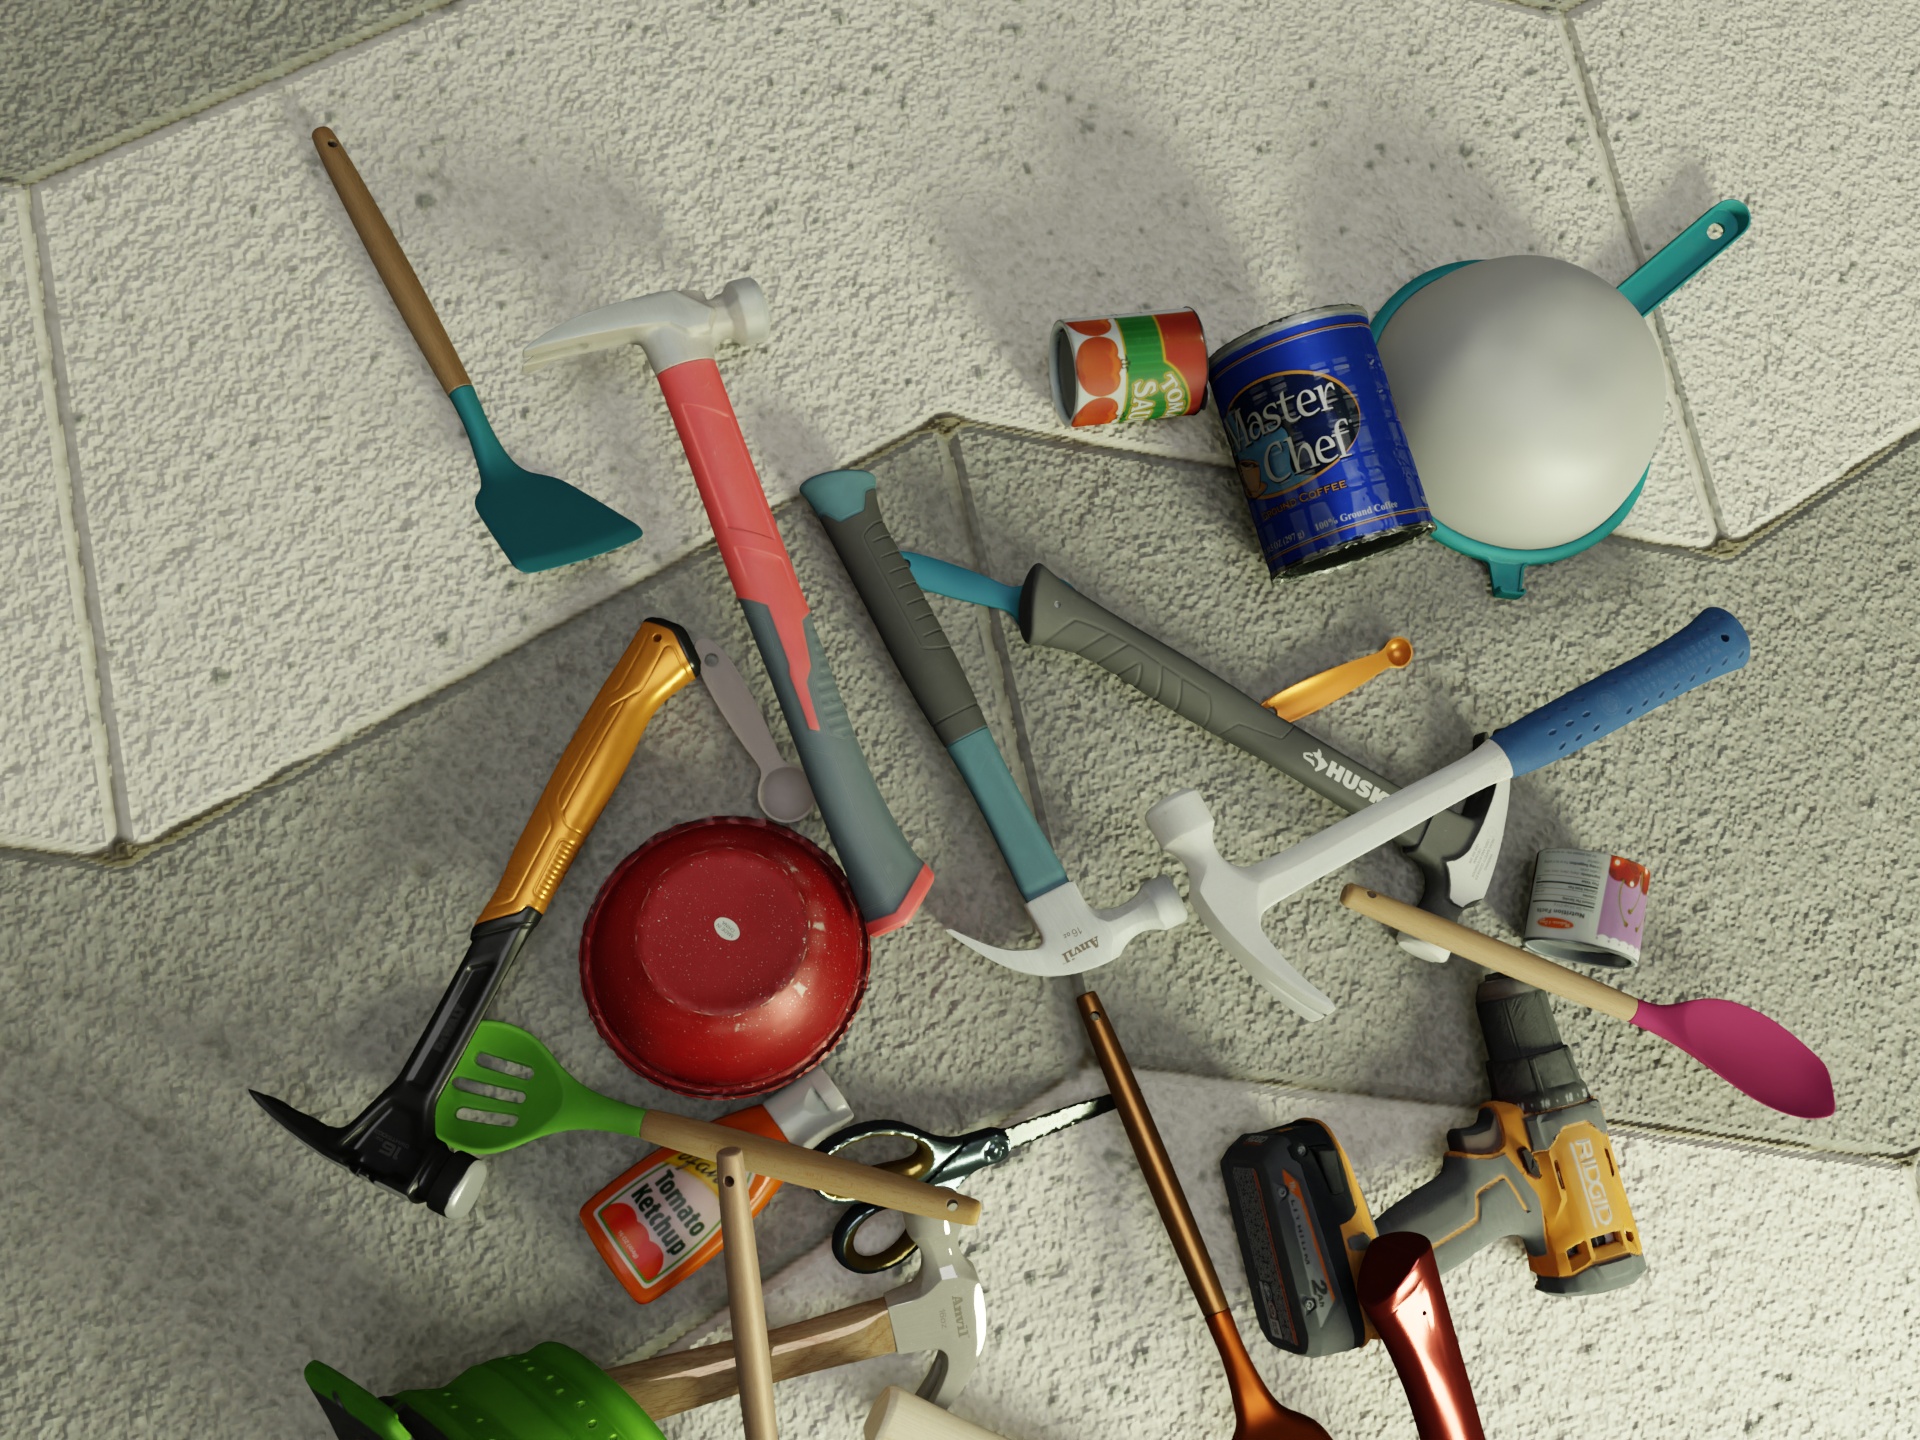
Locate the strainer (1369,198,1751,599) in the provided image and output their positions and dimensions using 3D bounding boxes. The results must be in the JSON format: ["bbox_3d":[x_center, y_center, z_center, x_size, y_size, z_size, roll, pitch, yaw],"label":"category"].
[{"bbox_3d":[0.412,-0.250,1.018,0.340,0.095,0.211,-39,88,-13],"label":"strainer"}]

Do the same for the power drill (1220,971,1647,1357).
[{"bbox_3d":[0.269,0.251,0.911,0.226,0.084,0.185,-9,79,-15],"label":"power drill"}]

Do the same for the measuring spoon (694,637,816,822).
[{"bbox_3d":[-0.122,0.006,0.926,0.034,0.018,0.124,-28,78,-13],"label":"measuring spoon"}]

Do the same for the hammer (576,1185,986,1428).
[{"bbox_3d":[-0.147,0.349,0.834,0.331,0.031,0.130,-13,98,-7],"label":"hammer"}]

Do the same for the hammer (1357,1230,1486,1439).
[{"bbox_3d":[0.285,0.440,0.839,0.149,0.037,0.359,-18,95,-26],"label":"hammer"}]

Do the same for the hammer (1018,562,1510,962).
[{"bbox_3d":[0.181,0.002,0.951,0.334,0.035,0.146,30,76,-8],"label":"hammer"}]

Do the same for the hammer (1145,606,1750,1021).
[{"bbox_3d":[0.310,0.032,0.931,0.405,0.035,0.144,-24,75,-19],"label":"hammer"}]

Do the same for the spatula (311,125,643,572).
[{"bbox_3d":[-0.297,-0.219,0.921,0.082,0.044,0.317,-25,82,-38],"label":"spatula"}]

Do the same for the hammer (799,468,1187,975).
[{"bbox_3d":[-0.001,-0.003,0.927,0.128,0.033,0.331,-27,82,-2],"label":"hammer"}]

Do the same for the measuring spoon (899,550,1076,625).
[{"bbox_3d":[0.014,-0.081,0.957,0.128,0.021,0.042,17,77,-4],"label":"measuring spoon"}]

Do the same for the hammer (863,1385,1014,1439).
[{"bbox_3d":[0.140,0.444,0.853,0.410,0.038,0.146,28,75,-9],"label":"hammer"}]

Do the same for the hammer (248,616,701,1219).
[{"bbox_3d":[-0.241,0.086,0.863,0.127,0.034,0.337,22,70,10],"label":"hammer"}]

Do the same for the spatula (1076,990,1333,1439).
[{"bbox_3d":[0.131,0.299,0.868,0.081,0.041,0.323,-22,73,-3],"label":"spatula"}]

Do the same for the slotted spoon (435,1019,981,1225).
[{"bbox_3d":[-0.142,0.220,0.835,0.314,0.031,0.070,12,66,9],"label":"slotted spoon"}]

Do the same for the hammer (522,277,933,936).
[{"bbox_3d":[-0.119,-0.059,0.894,0.143,0.038,0.386,-19,83,-18],"label":"hammer"}]

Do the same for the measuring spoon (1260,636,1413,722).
[{"bbox_3d":[0.230,-0.023,0.991,0.117,0.011,0.021,-25,96,-10],"label":"measuring spoon"}]

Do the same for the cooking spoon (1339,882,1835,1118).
[{"bbox_3d":[0.368,0.159,0.928,0.319,0.017,0.069,22,46,-4],"label":"cooking spoon"}]

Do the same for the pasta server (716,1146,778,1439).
[{"bbox_3d":[-0.102,0.373,0.809,0.060,0.040,0.316,-5,96,3],"label":"pasta server"}]

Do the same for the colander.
[{"bbox_3d":[-0.156,0.432,0.767,0.094,0.204,0.397,-40,112,-36],"label":"colander"}]
